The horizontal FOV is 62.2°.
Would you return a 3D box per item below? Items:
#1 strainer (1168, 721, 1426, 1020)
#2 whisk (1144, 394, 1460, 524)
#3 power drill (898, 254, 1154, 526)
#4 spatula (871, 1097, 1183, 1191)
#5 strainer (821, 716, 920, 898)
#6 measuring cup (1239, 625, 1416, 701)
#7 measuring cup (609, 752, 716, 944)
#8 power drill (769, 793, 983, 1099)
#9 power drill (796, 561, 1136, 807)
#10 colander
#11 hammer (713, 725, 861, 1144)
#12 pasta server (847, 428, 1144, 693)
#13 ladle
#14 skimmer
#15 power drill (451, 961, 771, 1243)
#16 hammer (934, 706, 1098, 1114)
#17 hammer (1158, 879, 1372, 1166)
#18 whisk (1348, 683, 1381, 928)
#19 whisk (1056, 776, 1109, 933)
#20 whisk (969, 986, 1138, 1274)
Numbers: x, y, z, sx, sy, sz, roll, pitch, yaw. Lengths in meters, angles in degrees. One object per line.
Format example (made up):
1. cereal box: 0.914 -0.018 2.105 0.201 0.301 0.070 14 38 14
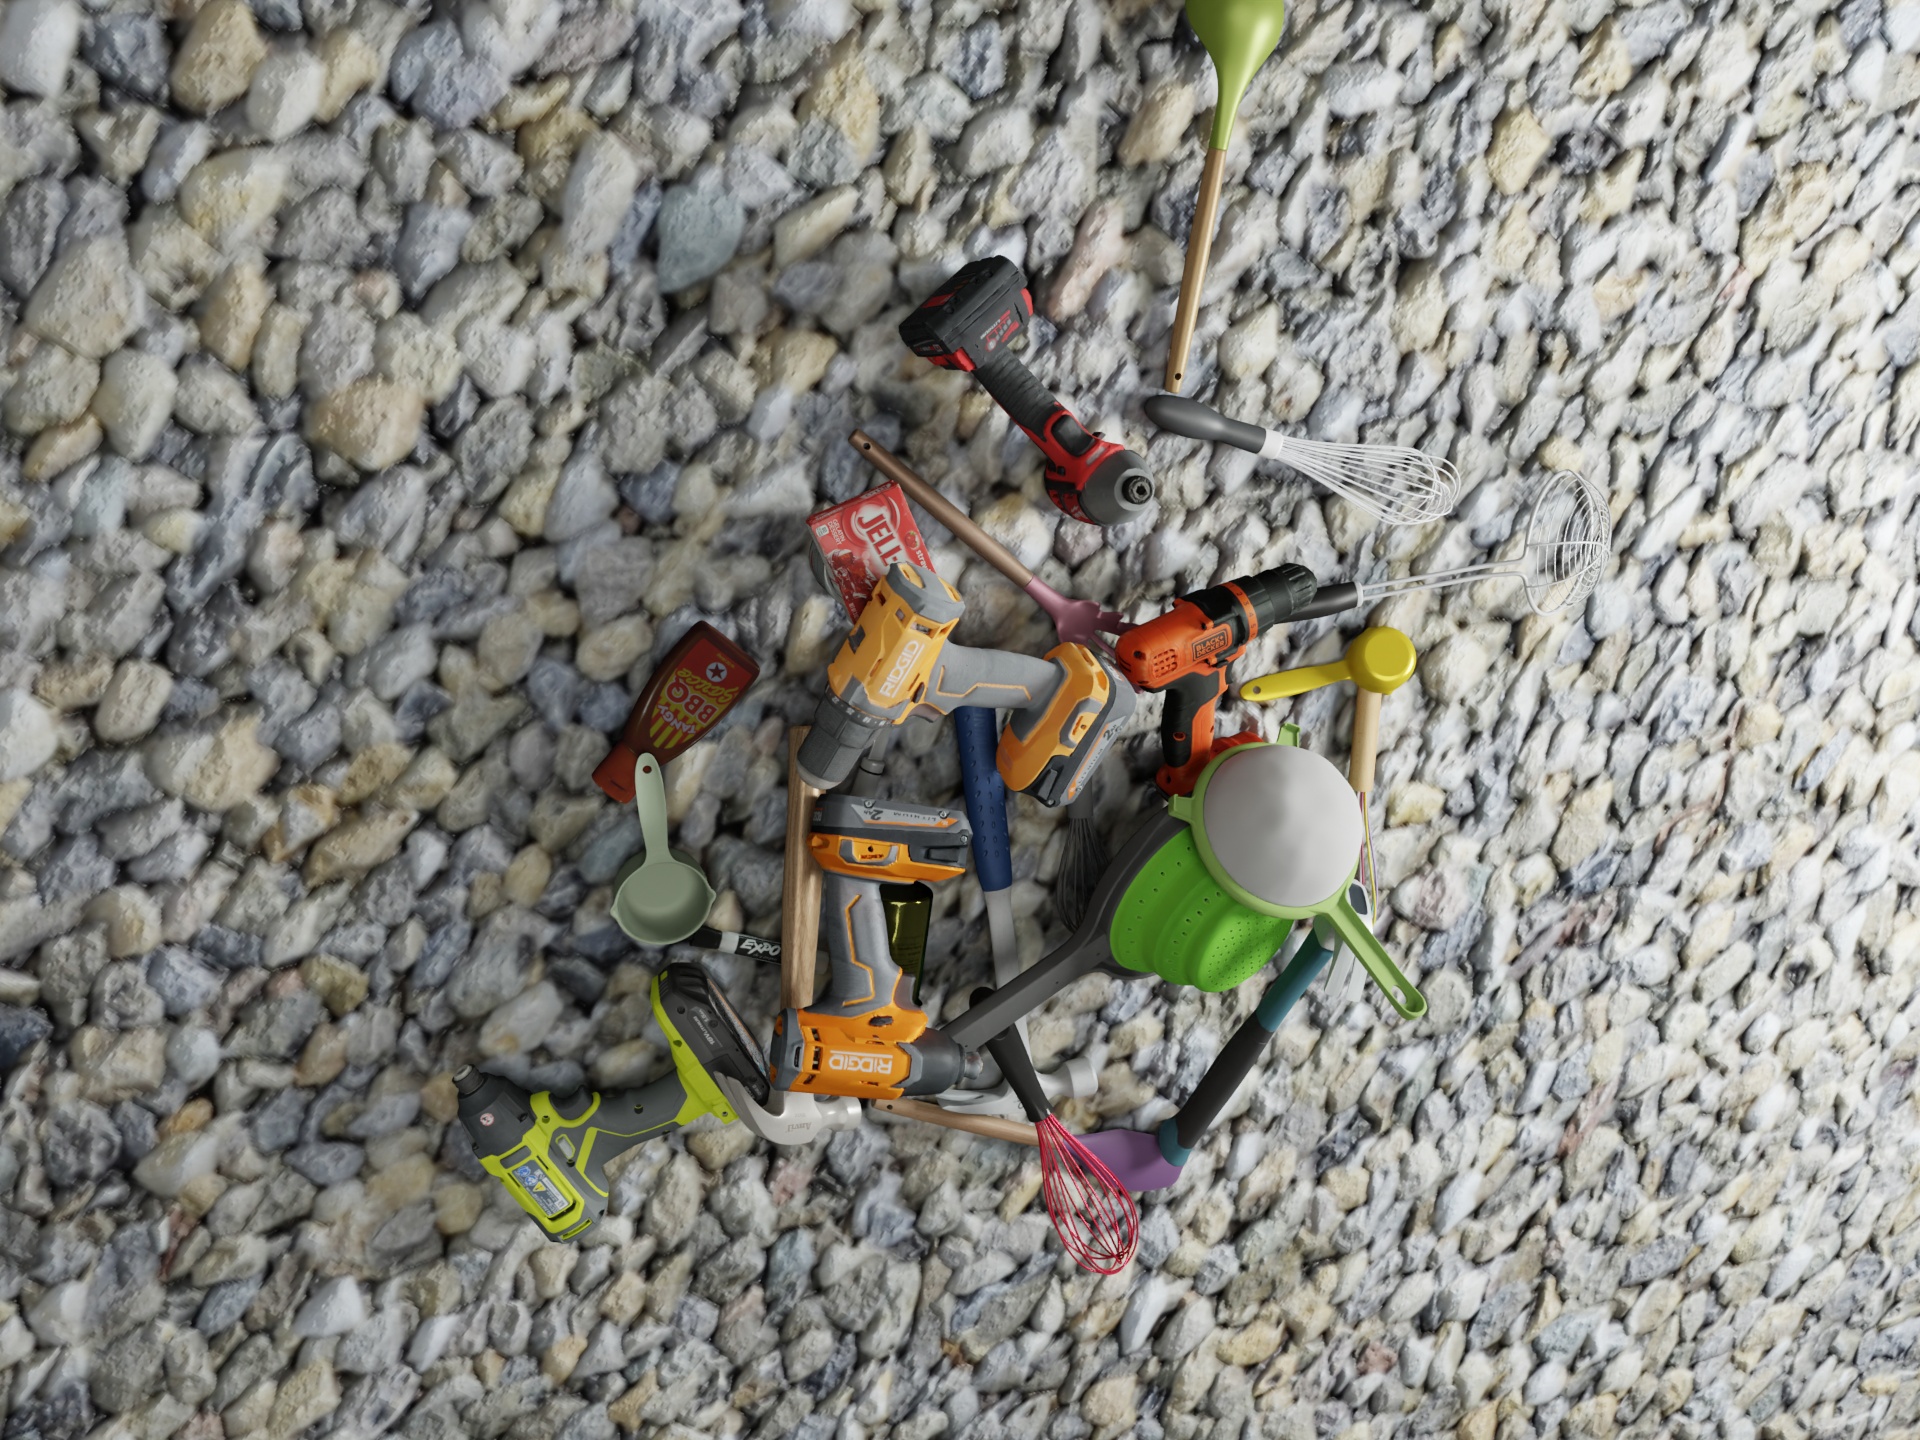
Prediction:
1. strainer: 0.291 0.118 1.243 0.151 0.069 0.256 -29 77 -29
2. whisk: 0.281 -0.217 1.305 0.284 0.070 0.070 14 101 -13
3. power drill: 0.061 -0.235 1.190 0.078 0.143 0.219 -43 109 -3
4. spatula: 0.065 0.375 1.426 0.315 0.018 0.060 18 100 -20
5. strainer: -0.067 0.030 1.284 0.086 0.050 0.258 11 106 -33
6. measuring cup: 0.317 -0.042 1.366 0.156 0.029 0.062 -14 80 -6
7. measuring cup: -0.239 0.095 1.242 0.083 0.038 0.167 -8 115 -14
8. power drill: -0.052 0.177 1.225 0.164 0.084 0.226 9 84 -14
9. power drill: -0.002 -0.004 1.211 0.226 0.084 0.185 20 113 -30
10. colander: 0.142 0.199 1.297 0.397 0.095 0.204 -32 140 -15
11. hammer: -0.130 0.169 1.262 0.130 0.031 0.331 3 89 -44
12. pasta server: 0.036 -0.127 1.268 0.316 0.040 0.060 38 92 -20
13. ladle: 0.190 -0.417 1.236 0.078 0.062 0.320 2 111 -18
14. skimmer: 0.392 -0.128 1.372 0.363 0.090 0.127 -11 114 -2
15. power drill: -0.280 0.300 1.279 0.223 0.080 0.171 -31 112 -2
16. hammer: 0.027 0.152 1.344 0.144 0.035 0.405 -11 108 -13
17. hammer: 0.257 0.266 1.374 0.033 0.128 0.330 17 122 -17
18. whisk: 0.357 0.083 1.414 0.051 0.047 0.245 0 102 -14
19. whisk: 0.103 0.077 1.341 0.055 0.055 0.239 -7 102 -14
20. whisk: 0.078 0.353 1.366 0.073 0.073 0.295 -28 104 -7
